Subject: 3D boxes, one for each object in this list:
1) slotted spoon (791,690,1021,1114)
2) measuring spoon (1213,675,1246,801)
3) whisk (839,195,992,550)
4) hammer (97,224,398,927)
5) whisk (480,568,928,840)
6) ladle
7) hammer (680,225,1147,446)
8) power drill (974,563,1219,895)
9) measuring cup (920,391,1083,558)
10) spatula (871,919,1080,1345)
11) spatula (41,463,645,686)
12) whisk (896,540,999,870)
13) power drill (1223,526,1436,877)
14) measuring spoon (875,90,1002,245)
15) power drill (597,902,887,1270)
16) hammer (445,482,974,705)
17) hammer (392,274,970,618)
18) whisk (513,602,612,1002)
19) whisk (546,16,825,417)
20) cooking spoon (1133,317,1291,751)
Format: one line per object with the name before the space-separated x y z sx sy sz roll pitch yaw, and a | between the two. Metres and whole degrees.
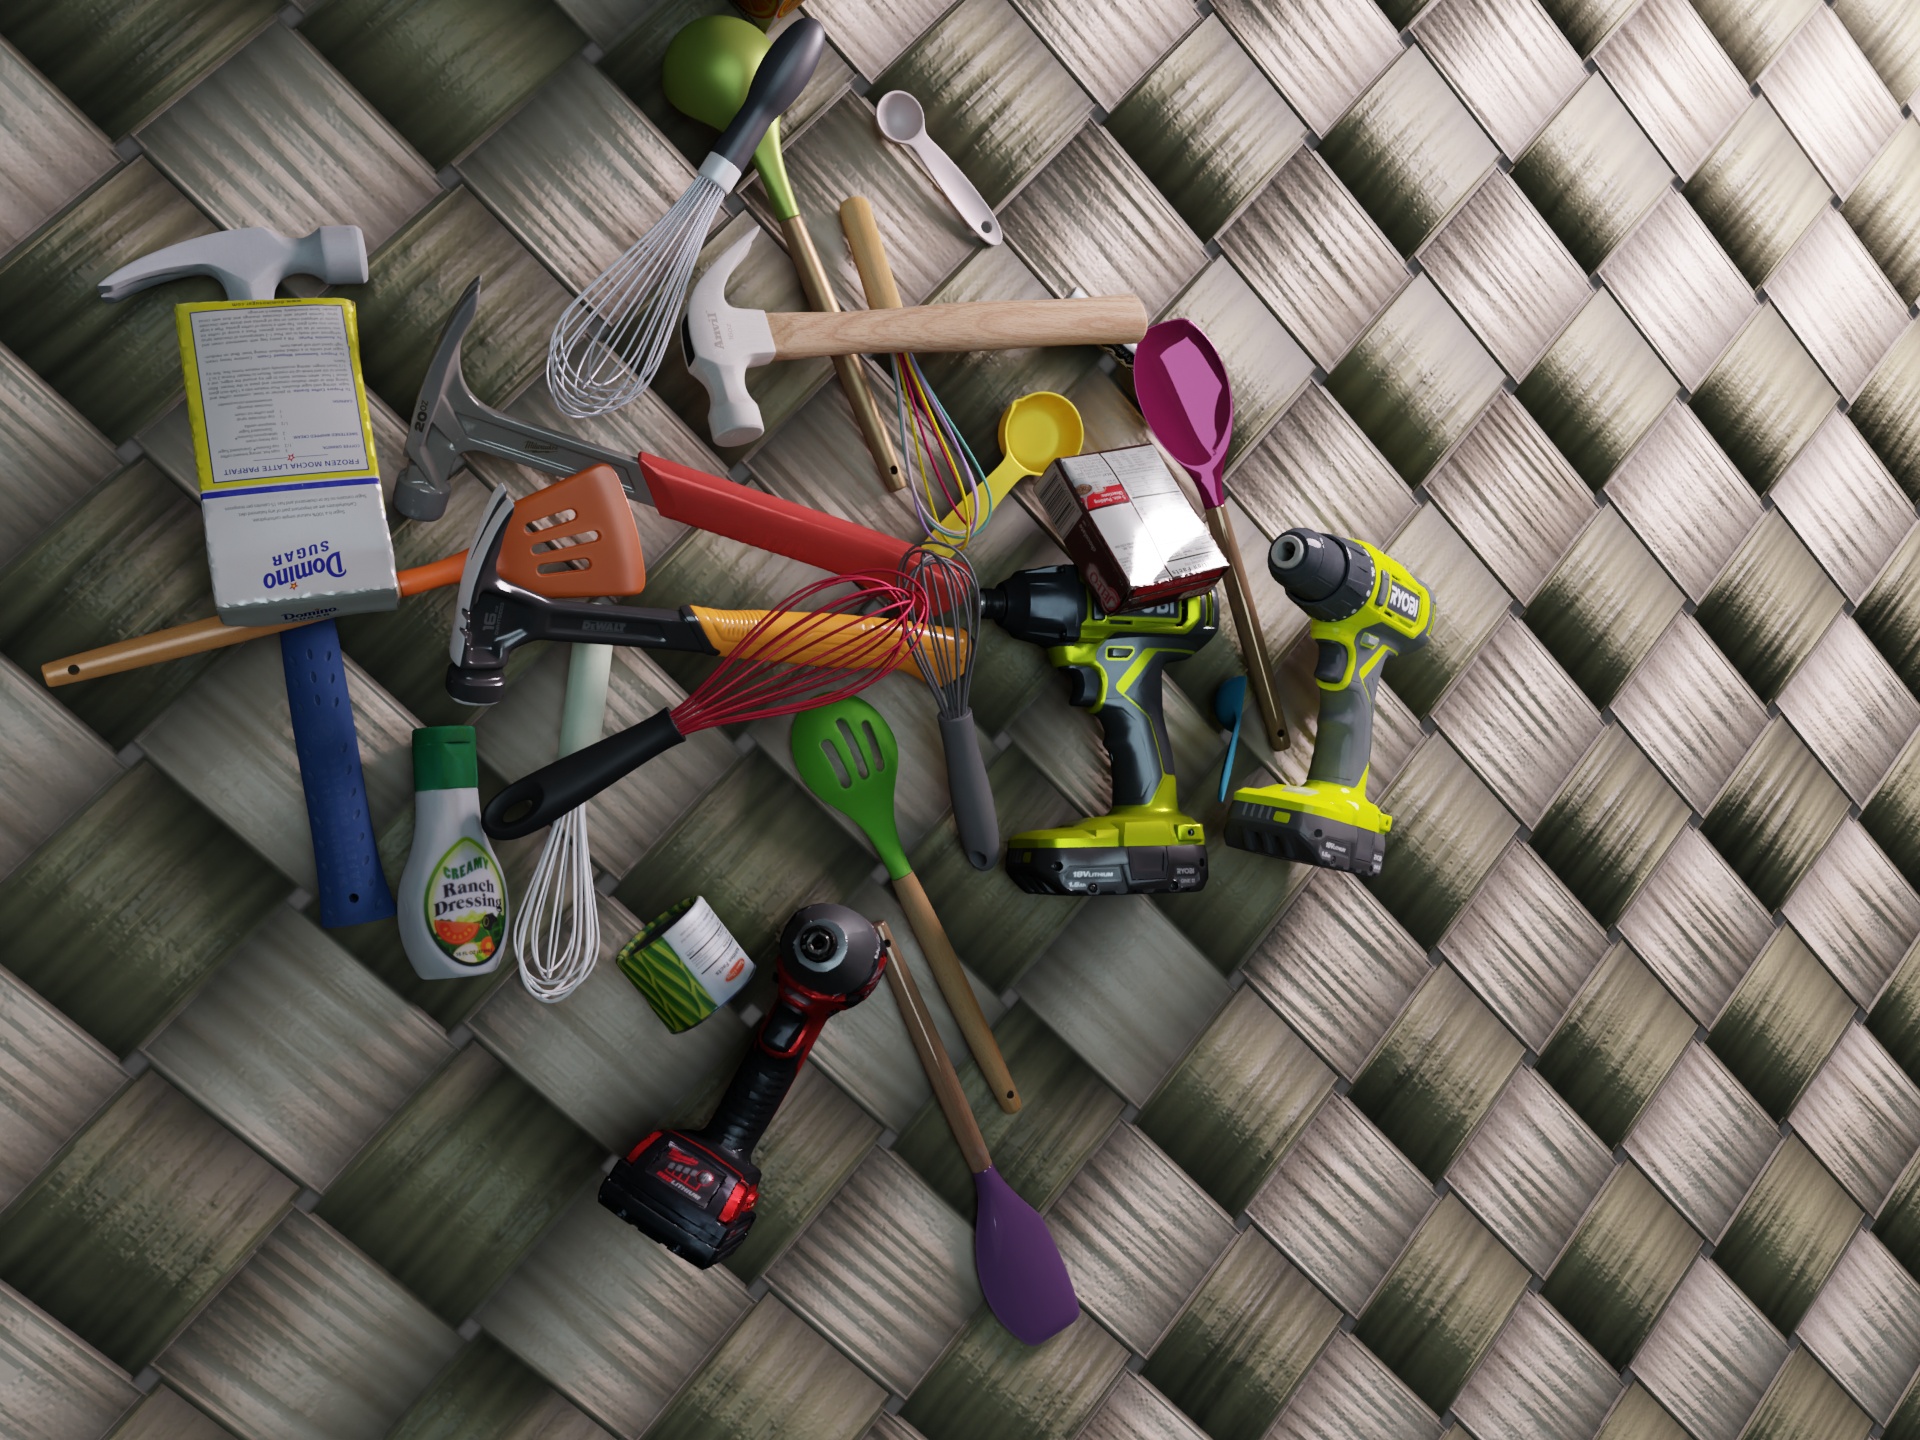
slotted spoon | -0.026 0.125 1.059 0.070 0.031 0.313 -28 100 -23
measuring spoon | 0.181 0.013 1.106 0.021 0.129 0.042 9 128 12
whisk | -0.033 -0.229 1.047 0.051 0.047 0.245 -18 88 5
hammer | -0.390 -0.081 0.923 0.144 0.035 0.405 -10 92 -21
whisk | -0.151 -0.007 0.943 0.296 0.073 0.073 -29 99 -3
ladle | -0.105 -0.299 1.038 0.078 0.062 0.320 -27 105 -18
hammer | -0.021 -0.254 1.021 0.331 0.031 0.130 -11 80 -29
power drill | 0.092 0.006 1.082 0.171 0.080 0.223 1 85 -21
measuring cup | 0.020 -0.160 1.088 0.062 0.029 0.156 44 87 -18
spatula | 0.003 0.279 1.070 0.060 0.018 0.316 -25 98 -19
spatula | -0.341 -0.070 0.899 0.322 0.041 0.081 -19 105 -25
whisk | 0.000 -0.004 1.028 0.055 0.055 0.238 -21 119 -20
power drill | 0.254 -0.015 1.107 0.190 0.080 0.228 16 84 -51
measuring spoon | -0.015 -0.372 1.083 0.034 0.018 0.124 -48 111 -15
power drill | -0.119 0.210 0.960 0.078 0.143 0.220 30 79 8
hammer | -0.136 -0.061 0.978 0.336 0.034 0.127 4 117 -31
hammer | -0.154 -0.143 0.986 0.358 0.037 0.149 16 119 -24
whisk | -0.238 0.049 0.974 0.057 0.059 0.246 17 77 -56
whisk | -0.165 -0.307 0.970 0.070 0.070 0.284 32 92 -17
cooking spoon | 0.188 -0.128 1.137 0.068 0.017 0.319 -19 100 -11
